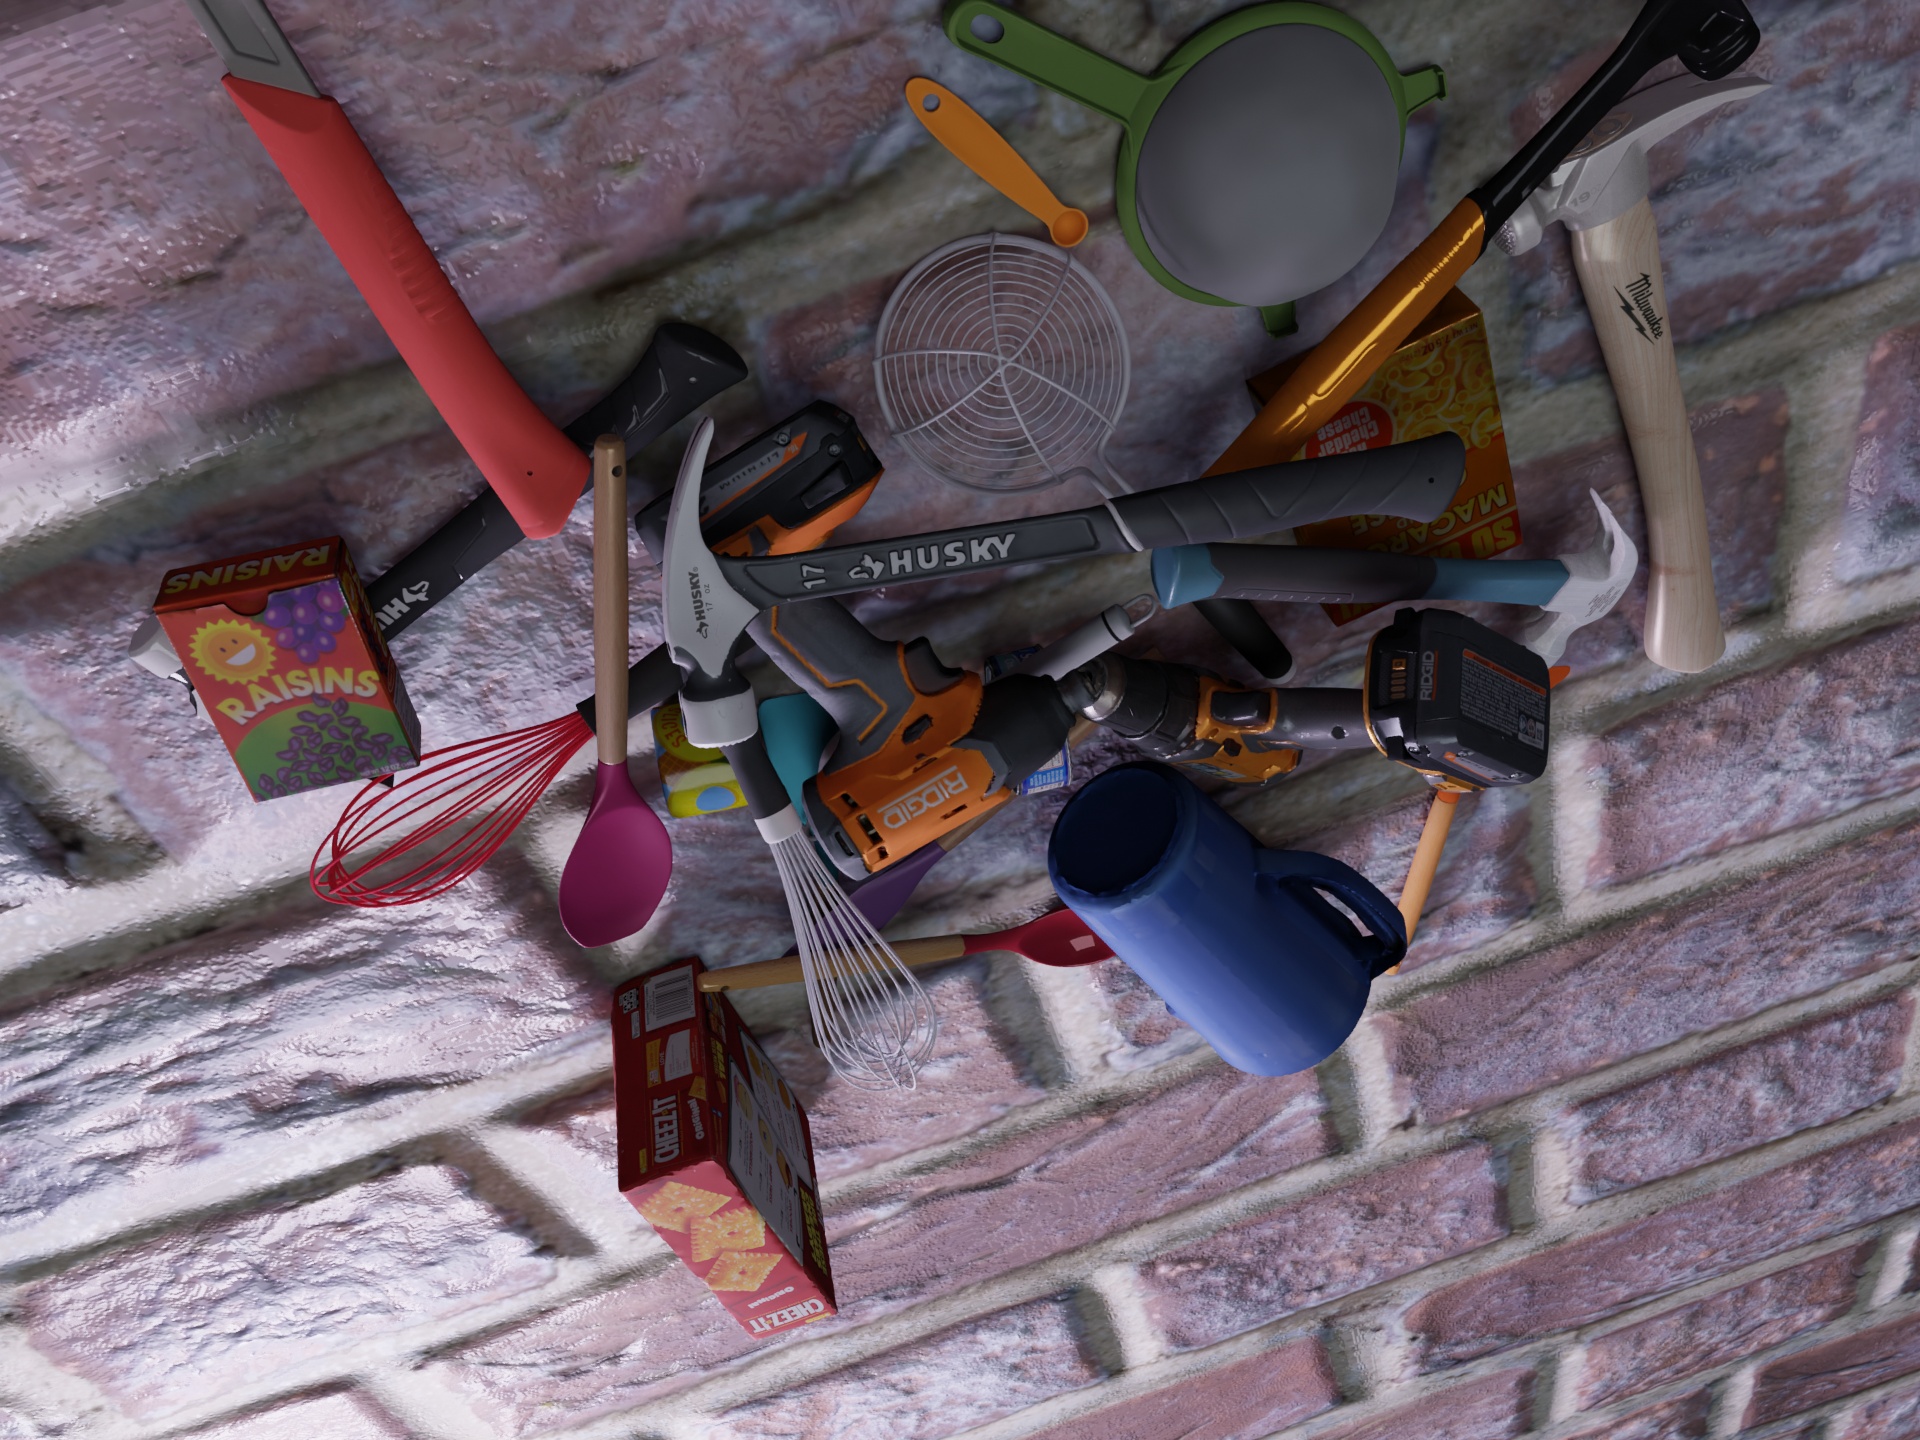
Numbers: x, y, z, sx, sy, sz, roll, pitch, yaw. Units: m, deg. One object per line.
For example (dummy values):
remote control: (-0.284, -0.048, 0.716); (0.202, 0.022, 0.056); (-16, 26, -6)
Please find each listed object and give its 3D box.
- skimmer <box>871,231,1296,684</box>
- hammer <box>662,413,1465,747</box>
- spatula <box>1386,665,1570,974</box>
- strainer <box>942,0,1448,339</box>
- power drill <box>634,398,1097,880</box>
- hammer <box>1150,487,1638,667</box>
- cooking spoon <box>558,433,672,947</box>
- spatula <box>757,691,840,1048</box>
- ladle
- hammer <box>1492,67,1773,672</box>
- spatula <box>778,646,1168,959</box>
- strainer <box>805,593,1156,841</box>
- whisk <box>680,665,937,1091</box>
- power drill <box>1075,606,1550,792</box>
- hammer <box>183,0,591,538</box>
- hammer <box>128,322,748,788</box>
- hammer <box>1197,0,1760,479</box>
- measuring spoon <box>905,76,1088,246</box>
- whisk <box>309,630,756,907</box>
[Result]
skimmer: (0.091, -0.122, 0.885); (0.127, 0.090, 0.362); (-46, 138, 7)
hammer: (0.058, -0.096, 0.767); (0.409, 0.036, 0.149); (-11, 108, -14)
spatula: (0.342, 0.077, 1.124); (0.081, 0.041, 0.322); (-7, 132, -12)
strainer: (0.110, -0.269, 0.739); (0.256, 0.069, 0.151); (14, 124, -28)
power drill: (-0.044, -0.047, 0.817); (0.164, 0.084, 0.226); (-29, 105, 9)
hammer: (0.249, -0.079, 0.897); (0.331, 0.033, 0.128); (-1, 142, -27)
cooking spoon: (-0.181, -0.002, 0.827); (0.068, 0.017, 0.318); (-17, 132, -31)
spatula: (-0.088, 0.110, 1.033); (0.082, 0.044, 0.317); (-6, 135, -13)
ladle: (-0.023, 0.153, 1.048); (0.315, 0.031, 0.069); (-3, 137, -30)
hammer: (0.419, -0.176, 0.936); (0.146, 0.038, 0.410); (-29, 132, 7)
spatula: (0.008, 0.062, 1.004); (0.316, 0.018, 0.059); (-42, 147, 11)
strainer: (-0.001, -0.003, 0.887); (0.258, 0.087, 0.050); (-31, 145, 20)
whisk: (-0.087, 0.084, 0.876); (0.070, 0.070, 0.284); (-23, 104, 3)
power drill: (0.188, -0.009, 0.897); (0.226, 0.084, 0.185); (-5, 164, 45)
hammer: (-0.269, -0.223, 0.661); (0.149, 0.037, 0.358); (-24, 125, 3)
hammer: (-0.245, -0.087, 0.808); (0.335, 0.035, 0.146); (-34, 130, 12)
hammer: (0.227, -0.222, 0.770); (0.127, 0.034, 0.336); (9, 131, -48)
measuring spoon: (0.017, -0.266, 0.756); (0.116, 0.011, 0.021); (32, 112, -32)
whisk: (-0.218, 0.011, 0.860); (0.296, 0.073, 0.073); (-34, 132, -7)
